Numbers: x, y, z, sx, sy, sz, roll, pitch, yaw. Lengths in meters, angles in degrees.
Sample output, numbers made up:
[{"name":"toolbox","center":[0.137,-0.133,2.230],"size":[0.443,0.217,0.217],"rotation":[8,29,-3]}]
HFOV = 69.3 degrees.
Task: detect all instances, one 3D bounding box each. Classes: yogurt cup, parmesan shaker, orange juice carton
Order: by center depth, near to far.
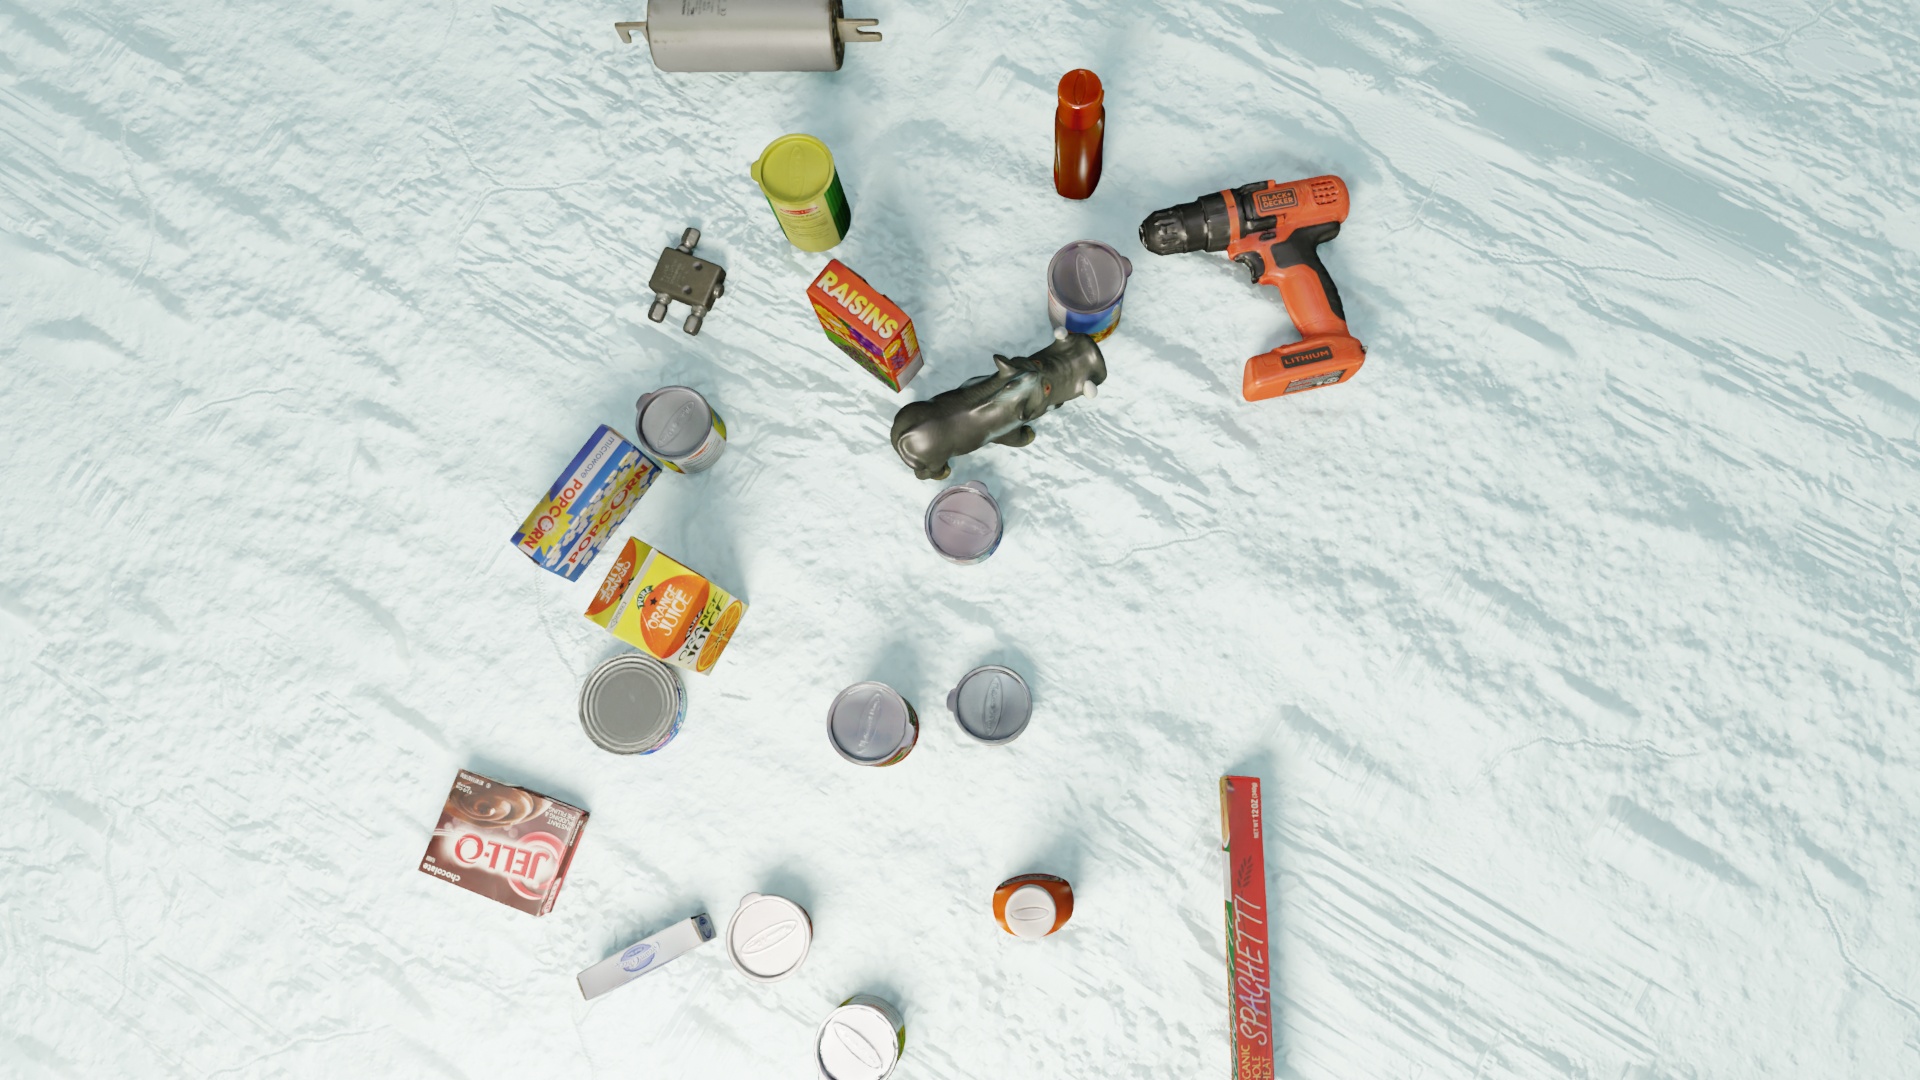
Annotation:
[{"name":"orange juice carton","center":[-0.235,0.053,1.104],"size":[0.073,0.192,0.072],"rotation":[28,82,8]},{"name":"yogurt cup","center":[-0.150,0.318,1.116],"size":[0.072,0.054,0.072],"rotation":[-1,79,4]},{"name":"parmesan shaker","center":[-0.138,-0.302,1.214],"size":[0.071,0.103,0.071],"rotation":[-1,79,4]}]

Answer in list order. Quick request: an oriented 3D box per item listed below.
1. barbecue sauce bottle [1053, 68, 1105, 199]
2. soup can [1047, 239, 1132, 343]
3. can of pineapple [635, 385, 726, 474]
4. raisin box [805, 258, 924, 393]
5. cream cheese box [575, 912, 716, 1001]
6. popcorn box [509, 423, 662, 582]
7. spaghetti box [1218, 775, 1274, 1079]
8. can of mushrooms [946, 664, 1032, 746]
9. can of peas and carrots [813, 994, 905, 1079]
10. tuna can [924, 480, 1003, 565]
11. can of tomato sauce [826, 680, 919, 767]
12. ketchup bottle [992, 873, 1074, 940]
[{"name":"barbecue sauce bottle","center":[0.101,-0.349,1.185],"size":[0.044,0.148,0.065],"rotation":[8,80,5]},{"name":"soup can","center":[0.110,-0.212,1.190],"size":[0.071,0.083,0.071],"rotation":[-1,79,4]},{"name":"can of pineapple","center":[-0.242,-0.096,1.203],"size":[0.071,0.057,0.071],"rotation":[-1,79,4]},{"name":"raisin box","center":[-0.078,-0.179,1.176],"size":[0.086,0.123,0.040],"rotation":[39,84,10]},{"name":"cream cheese box","center":[-0.252,0.334,1.120],"size":[0.104,0.053,0.024],"rotation":[-26,79,-2]},{"name":"popcorn box","center":[-0.316,-0.031,1.180],"size":[0.038,0.085,0.127],"rotation":[35,83,9]},{"name":"spaghetti box","center":[0.225,0.312,1.096],"size":[0.029,0.050,0.250],"rotation":[-1,79,4]},{"name":"can of mushrooms","center":[0.025,0.137,1.152],"size":[0.071,0.033,0.071],"rotation":[-1,79,4]},{"name":"can of peas and carrots","center":[-0.080,0.397,1.093],"size":[0.071,0.058,0.071],"rotation":[-1,79,4]},{"name":"tuna can","center":[0.004,-0.015,1.184],"size":[0.071,0.032,0.071],"rotation":[-1,79,4]},{"name":"can of tomato sauce","center":[-0.068,0.151,1.129],"size":[0.071,0.083,0.071],"rotation":[-1,79,4]},{"name":"ketchup bottle","center":[0.055,0.280,1.062],"size":[0.065,0.148,0.043],"rotation":[-5,79,3]}]
